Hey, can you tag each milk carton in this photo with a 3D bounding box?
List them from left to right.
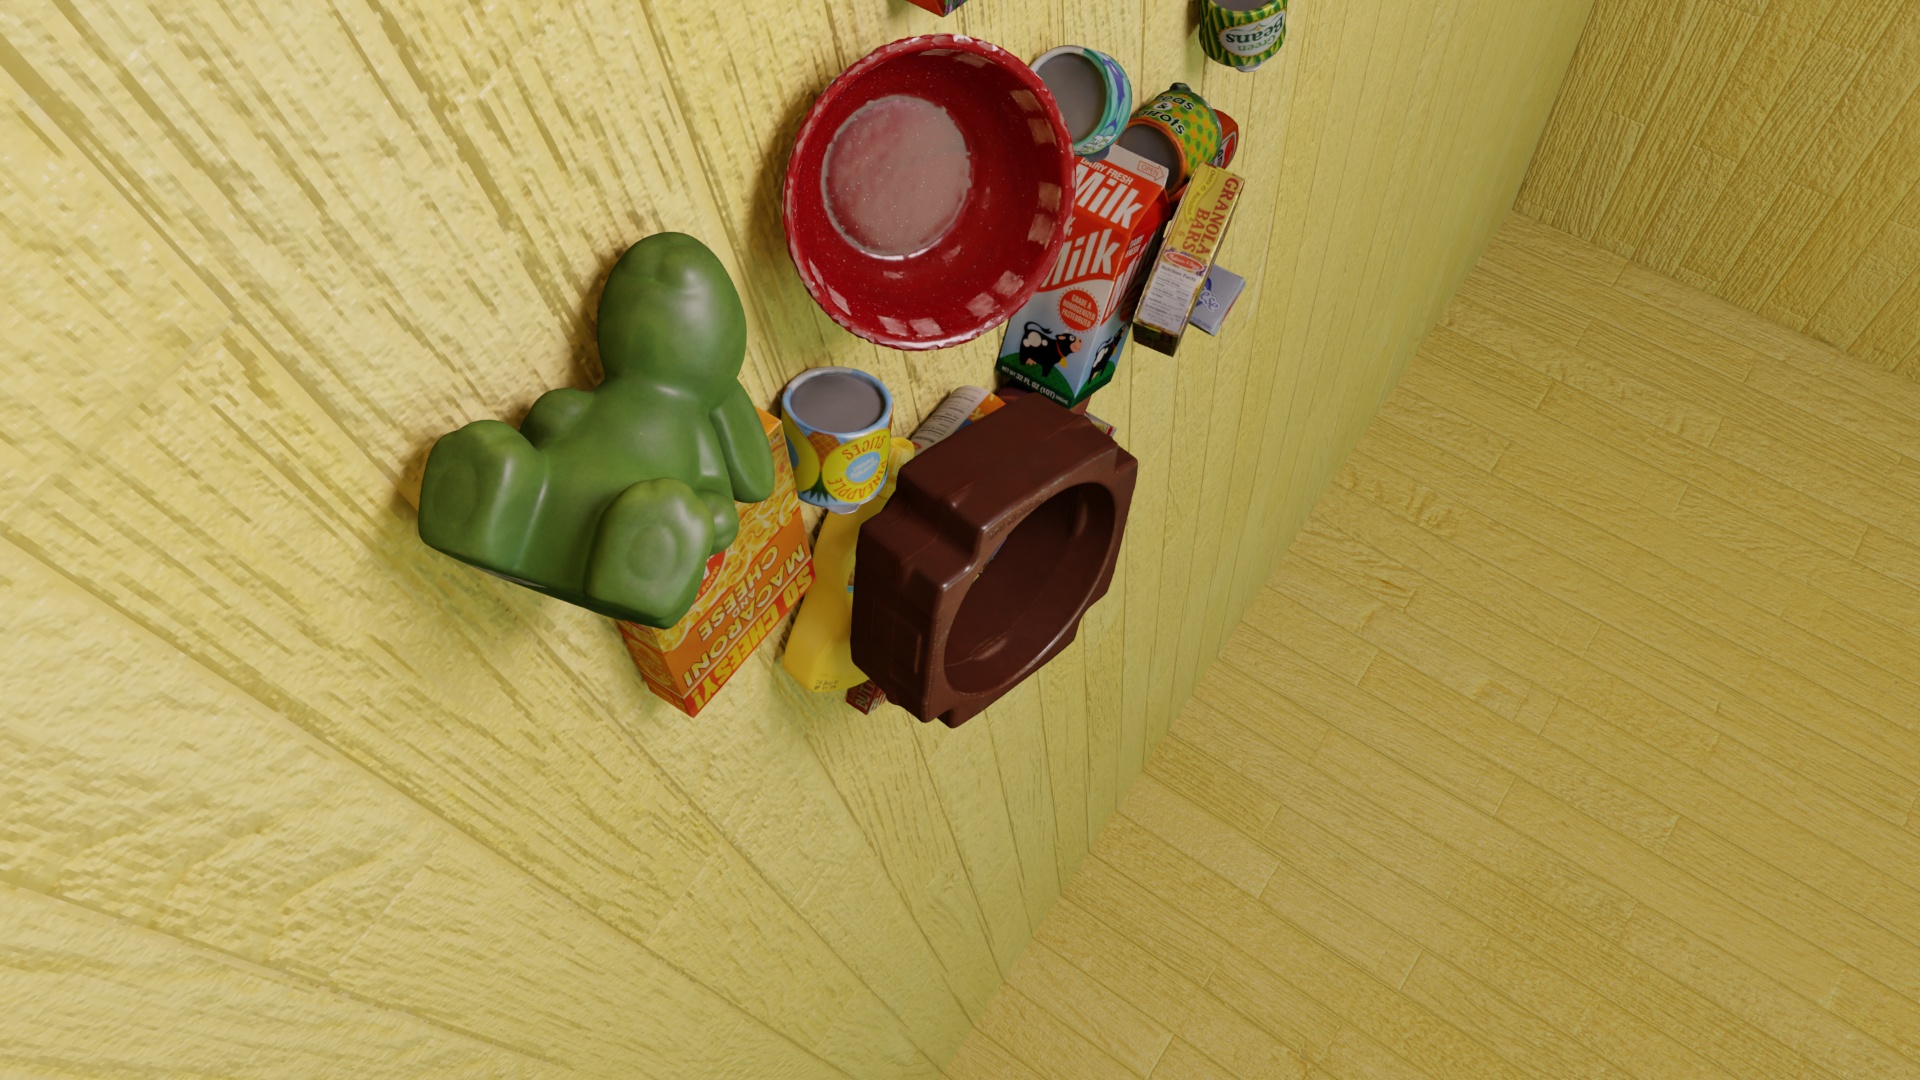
[{"bbox_3d":[0.096,-0.202,1.036,0.074,0.072,0.189,-37,150,-49],"label":"milk carton"}]

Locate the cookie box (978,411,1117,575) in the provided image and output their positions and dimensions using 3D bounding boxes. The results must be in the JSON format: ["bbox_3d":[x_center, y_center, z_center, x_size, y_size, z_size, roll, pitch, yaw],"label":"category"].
[{"bbox_3d":[0.074,-0.042,1.266,0.167,0.040,0.123,-63,161,9],"label":"cookie box"}]

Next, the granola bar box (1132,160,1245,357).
[{"bbox_3d":[0.172,-0.211,1.070,0.165,0.039,0.124,-18,131,-82],"label":"granola bar box"}]

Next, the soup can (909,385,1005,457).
[{"bbox_3d":[-0.002,-0.060,1.005,0.084,0.071,0.071,-50,159,-27],"label":"soup can"}]

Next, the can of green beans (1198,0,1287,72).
[{"bbox_3d":[0.212,-0.401,1.044,0.071,0.071,0.057,-55,160,-12],"label":"can of green beans"}]

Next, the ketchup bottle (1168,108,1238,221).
[{"bbox_3d":[0.173,-0.294,1.139,0.149,0.043,0.064,-47,164,-31],"label":"ketchup bottle"}]

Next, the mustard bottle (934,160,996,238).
[{"bbox_3d":[0.015,-0.202,0.852,0.048,0.065,0.160,-68,164,11],"label":"mustard bottle"}]

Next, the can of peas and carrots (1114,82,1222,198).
[{"bbox_3d":[0.155,-0.301,1.050,0.059,0.071,0.070,-45,156,-35],"label":"can of peas and carrots"}]

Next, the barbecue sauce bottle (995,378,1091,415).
[{"bbox_3d":[0.080,-0.126,1.130,0.149,0.065,0.043,-50,156,-50],"label":"barbecue sauce bottle"}]

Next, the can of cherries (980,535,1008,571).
[{"bbox_3d":[0.004,-0.014,1.094,0.072,0.071,0.058,-51,160,-24],"label":"can of cherries"}]

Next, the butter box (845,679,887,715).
[{"bbox_3d":[-0.055,0.105,1.186,0.104,0.024,0.053,-29,145,-56],"label":"butter box"}]

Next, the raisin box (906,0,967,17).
[{"bbox_3d":[0.015,-0.331,0.695,0.124,0.040,0.085,-48,157,-33],"label":"raisin box"}]

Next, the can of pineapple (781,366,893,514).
[{"bbox_3d":[-0.073,-0.061,0.825,0.071,0.071,0.057,-43,155,-39],"label":"can of pineapple"}]

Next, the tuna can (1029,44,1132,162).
[{"bbox_3d":[0.072,-0.274,0.875,0.033,0.071,0.070,-20,136,-59],"label":"tuna can"}]

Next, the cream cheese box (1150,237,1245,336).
[{"bbox_3d":[0.184,-0.221,1.181,0.053,0.104,0.024,-59,165,2],"label":"cream cheese box"}]

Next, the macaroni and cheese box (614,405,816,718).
[{"bbox_3d":[-0.144,0.013,0.801,0.124,0.040,0.165,-50,159,-26],"label":"macaroni and cheese box"}]
